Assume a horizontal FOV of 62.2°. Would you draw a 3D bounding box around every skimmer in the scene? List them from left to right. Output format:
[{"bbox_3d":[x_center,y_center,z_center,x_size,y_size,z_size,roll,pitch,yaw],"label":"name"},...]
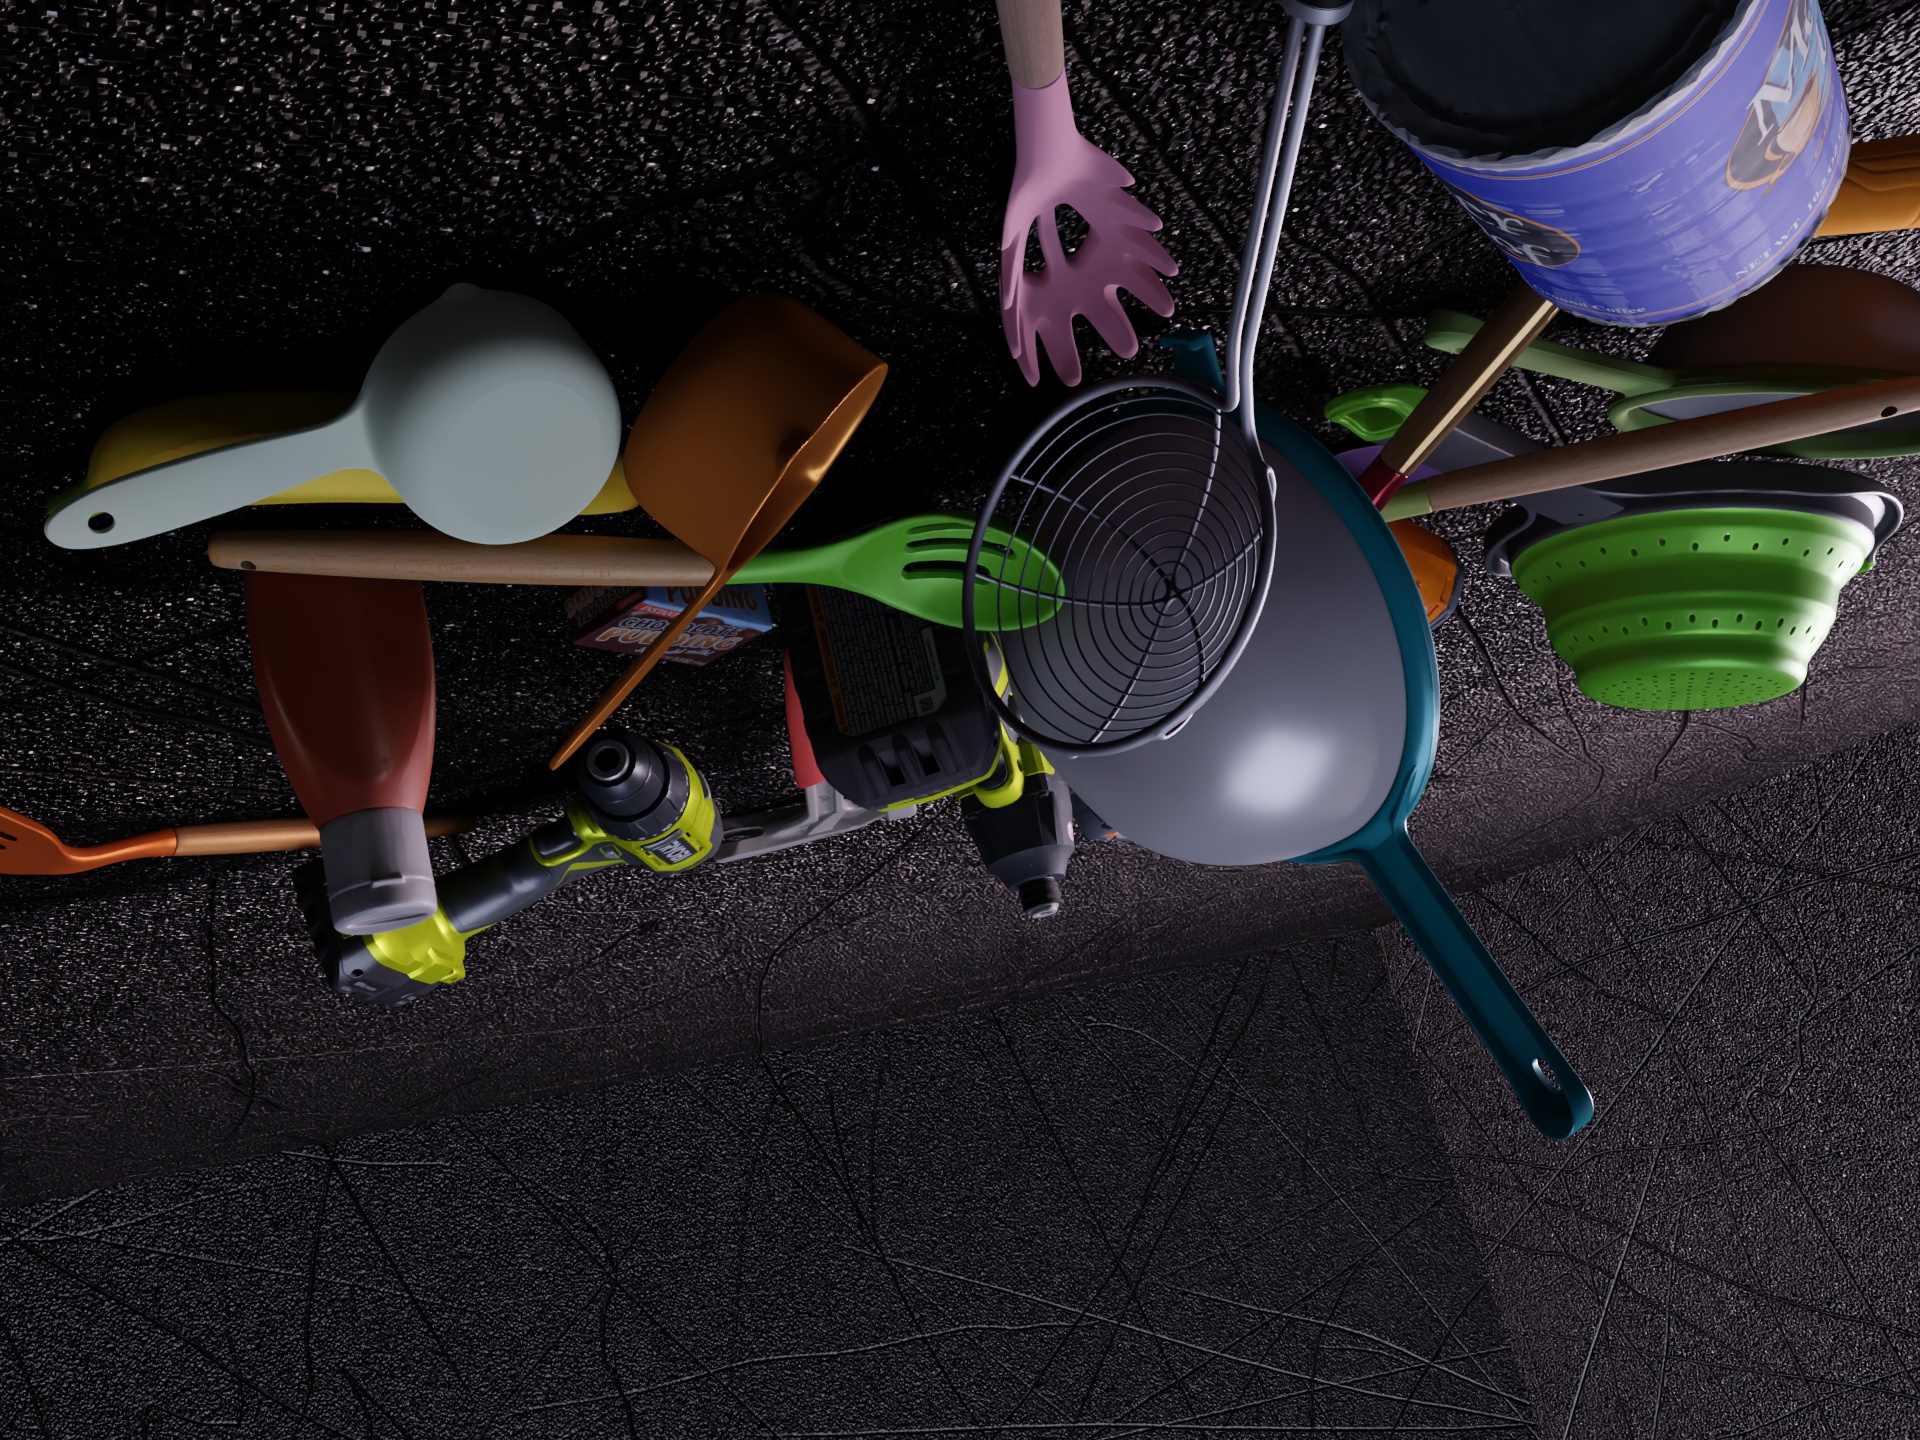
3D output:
[{"bbox_3d":[0.055,-0.128,0.417,0.090,0.127,0.363,-17,147,-14],"label":"skimmer"}]

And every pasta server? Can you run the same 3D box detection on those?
[{"bbox_3d":[0.021,-0.179,0.405,0.060,0.040,0.316,-27,163,-1],"label":"pasta server"}]

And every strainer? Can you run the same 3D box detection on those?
[{"bbox_3d":[0.116,0.030,0.631,0.095,0.340,0.211,-24,162,-28],"label":"strainer"},{"bbox_3d":[0.319,-0.169,0.688,0.256,0.069,0.151,8,-179,-15],"label":"strainer"}]

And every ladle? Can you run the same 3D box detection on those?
[{"bbox_3d":[0.188,-0.119,0.622,0.069,0.031,0.315,31,127,-7],"label":"ladle"},{"bbox_3d":[0.225,-0.111,0.676,0.320,0.062,0.078,-10,143,21],"label":"ladle"}]

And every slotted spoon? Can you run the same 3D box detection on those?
[{"bbox_3d":[-0.117,-0.061,0.596,0.313,0.031,0.070,1,150,-6],"label":"slotted spoon"}]

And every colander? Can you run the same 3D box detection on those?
[{"bbox_3d":[0.322,-0.073,0.800,0.396,0.094,0.204,12,166,-36],"label":"colander"}]

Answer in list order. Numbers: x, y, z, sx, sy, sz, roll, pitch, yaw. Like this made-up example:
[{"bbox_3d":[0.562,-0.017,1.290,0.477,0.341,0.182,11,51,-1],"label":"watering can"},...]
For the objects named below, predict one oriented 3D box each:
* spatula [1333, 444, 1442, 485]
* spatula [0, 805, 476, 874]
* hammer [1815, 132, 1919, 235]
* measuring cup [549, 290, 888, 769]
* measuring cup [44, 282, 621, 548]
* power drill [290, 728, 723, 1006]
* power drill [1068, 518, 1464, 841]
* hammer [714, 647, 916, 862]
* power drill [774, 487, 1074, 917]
[{"bbox_3d":[0.305,-0.129,0.867,0.315,0.018,0.059,-3,159,-34],"label":"spatula"},{"bbox_3d":[-0.399,0.054,0.849,0.081,0.041,0.322,-26,165,34],"label":"spatula"},{"bbox_3d":[0.430,-0.201,0.591,0.337,0.127,0.034,-7,162,-7],"label":"hammer"},{"bbox_3d":[-0.097,-0.064,0.522,0.173,0.052,0.095,-50,-177,2],"label":"measuring cup"},{"bbox_3d":[-0.179,-0.074,0.473,0.167,0.038,0.083,-24,139,-27],"label":"measuring cup"},{"bbox_3d":[-0.256,0.078,0.921,0.228,0.080,0.190,-25,166,-5],"label":"power drill"},{"bbox_3d":[0.145,-0.030,0.843,0.226,0.084,0.164,-43,152,24],"label":"power drill"},{"bbox_3d":[-0.096,0.023,0.987,0.149,0.037,0.359,-13,164,-7],"label":"hammer"},{"bbox_3d":[-0.001,-0.002,0.751,0.080,0.171,0.223,-19,160,13],"label":"power drill"}]
